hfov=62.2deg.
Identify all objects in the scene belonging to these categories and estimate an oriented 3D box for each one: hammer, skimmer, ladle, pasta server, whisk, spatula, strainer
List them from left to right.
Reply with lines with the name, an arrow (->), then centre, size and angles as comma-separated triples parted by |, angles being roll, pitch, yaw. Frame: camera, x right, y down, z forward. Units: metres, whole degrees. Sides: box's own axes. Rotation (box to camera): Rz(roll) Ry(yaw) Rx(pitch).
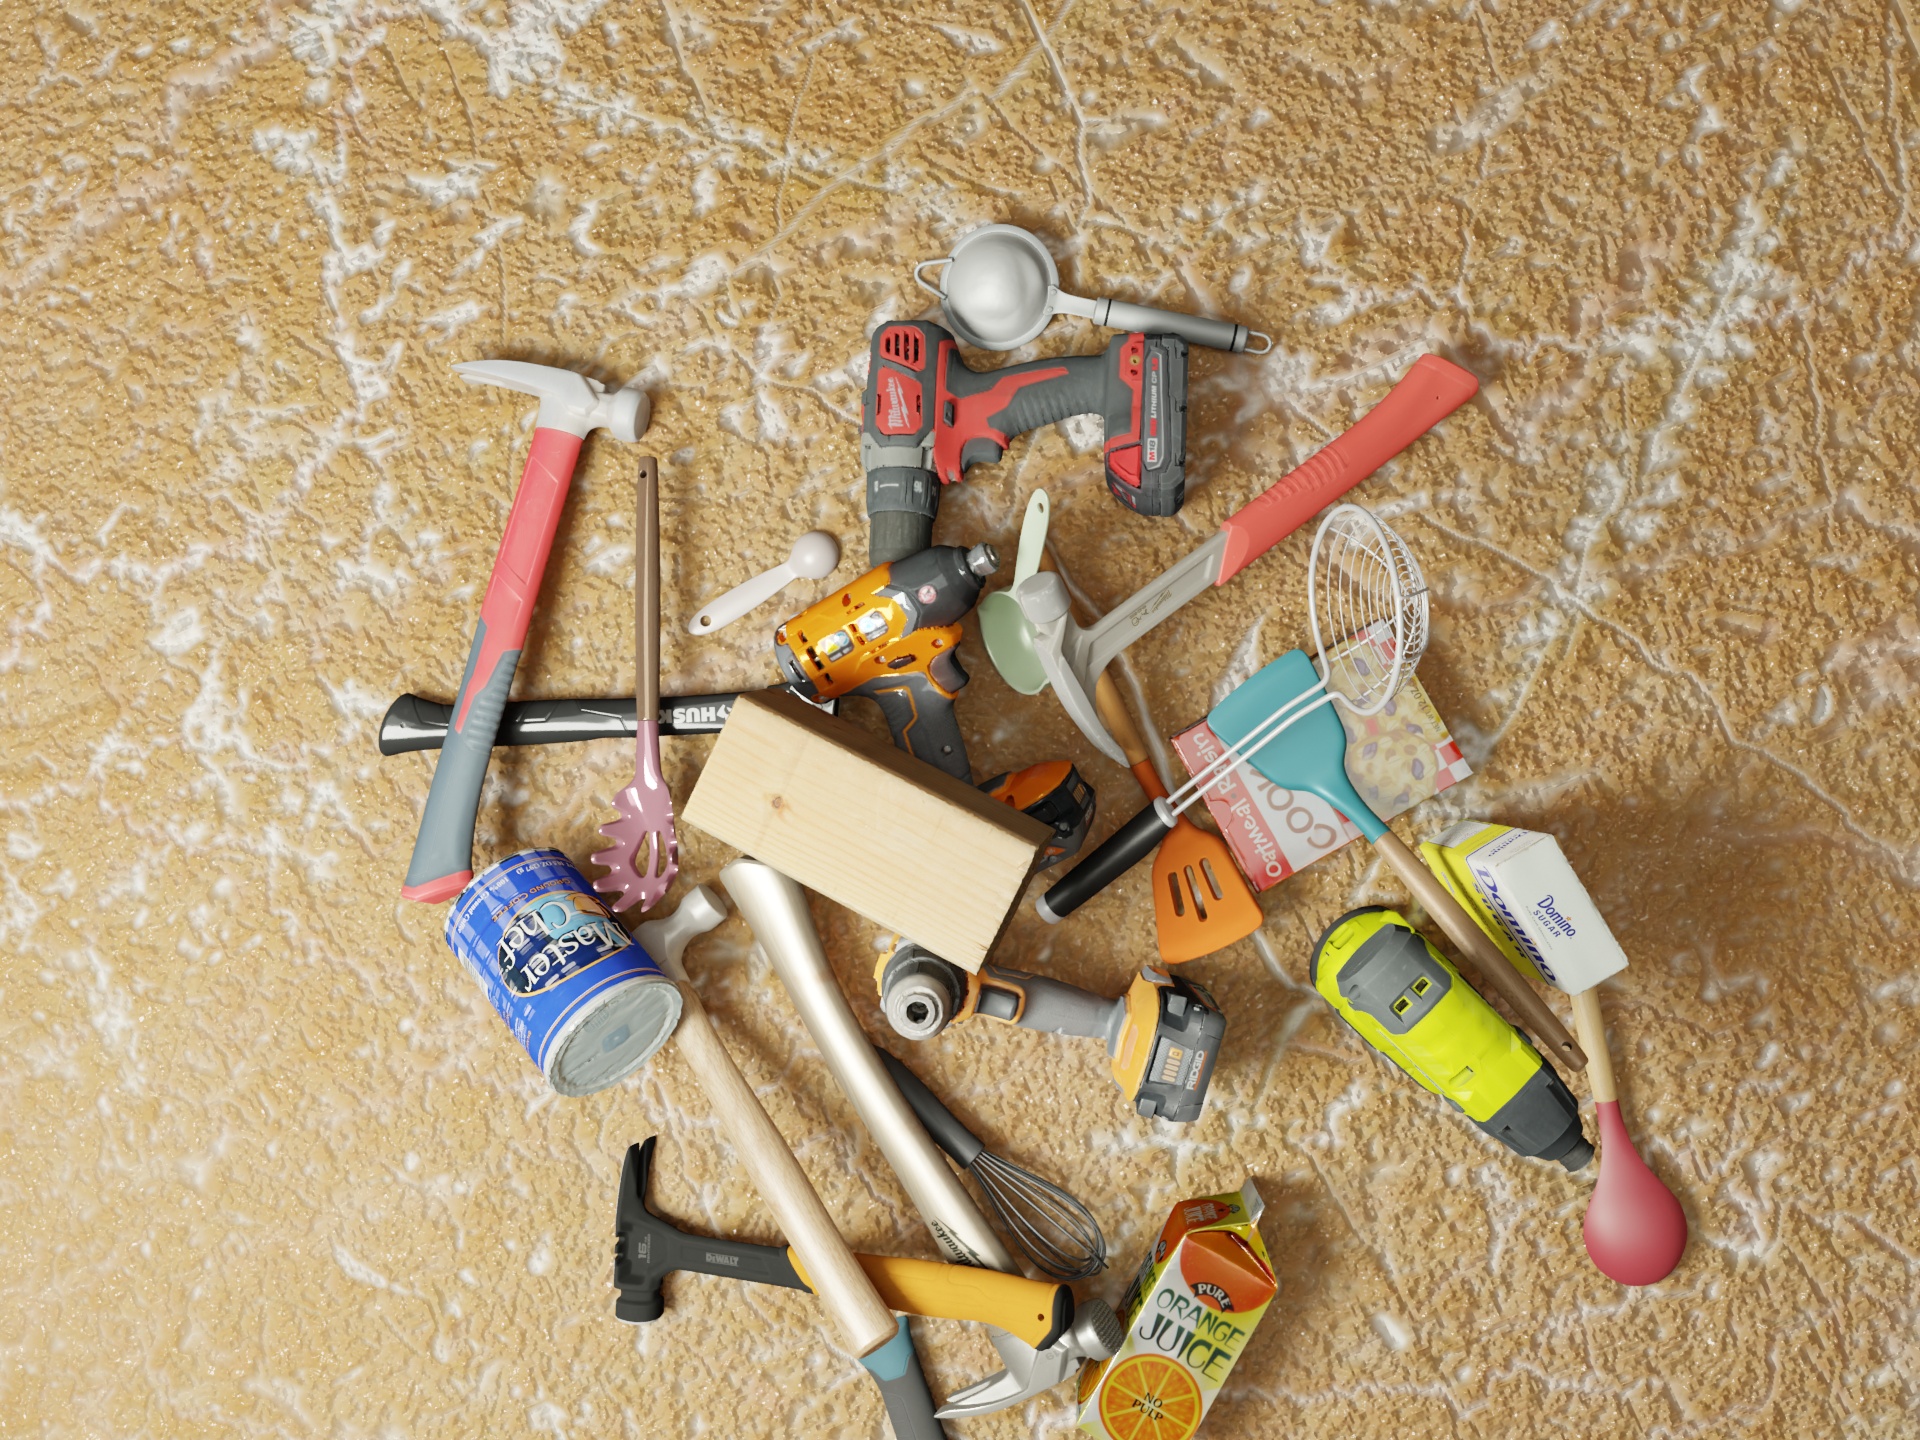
hammer -> -0.337, -0.065, 1.116 | 0.143, 0.038, 0.386 | 13, 81, 6
hammer -> -0.252, 0.004, 1.139 | 0.335, 0.035, 0.146 | -3, 89, 5
pasta server -> -0.220, -0.027, 1.101 | 0.060, 0.040, 0.316 | -1, 87, 16
hammer -> -0.144, 0.277, 1.076 | 0.130, 0.031, 0.332 | -39, 66, 5
hammer -> -0.086, 0.366, 1.075 | 0.337, 0.034, 0.127 | 1, 89, 22
hammer -> -0.056, 0.277, 1.093 | 0.146, 0.038, 0.411 | -35, 83, 23
hammer -> -0.001, 0.582, 1.114 | 0.128, 0.033, 0.331 | -20, 88, 5
whisk -> 0.009, 0.303, 1.112 | 0.239, 0.055, 0.055 | 41, 93, 9
strainer -> 0.092, -0.290, 1.114 | 0.258, 0.050, 0.087 | 12, 106, 1
spatula -> 0.112, 0.008, 1.107 | 0.081, 0.041, 0.322 | -28, 85, 26
skimmer -> 0.156, 0.013, 1.021 | 0.363, 0.090, 0.127 | -43, 42, 27
hammer -> 0.207, -0.125, 1.068 | 0.359, 0.037, 0.149 | -36, 121, -10
spatula -> 0.286, 0.093, 1.021 | 0.082, 0.044, 0.318 | -37, 64, -1
ladle -> 0.437, 0.233, 1.088 | 0.069, 0.031, 0.315 | -12, 87, 4

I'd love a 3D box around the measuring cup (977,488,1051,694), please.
measuring cup -> 0.055, -0.091, 1.065 | 0.038, 0.167, 0.083 | -23, 53, -29

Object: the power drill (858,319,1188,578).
power drill -> 0.041, -0.180, 1.092 | 0.226, 0.080, 0.188 | 2, 83, 8

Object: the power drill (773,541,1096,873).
power drill -> -0.002, -0.003, 1.063 | 0.164, 0.084, 0.226 | -29, 98, 22

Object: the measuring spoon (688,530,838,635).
measuring spoon -> -0.143, -0.096, 1.139 | 0.124, 0.018, 0.034 | -31, 87, 4

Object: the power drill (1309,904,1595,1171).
power drill -> 0.302, 0.195, 0.998 | 0.171, 0.223, 0.080 | 44, 93, 4

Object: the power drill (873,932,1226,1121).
power drill -> 0.053, 0.192, 1.040 | 0.226, 0.185, 0.084 | 16, 92, 1
